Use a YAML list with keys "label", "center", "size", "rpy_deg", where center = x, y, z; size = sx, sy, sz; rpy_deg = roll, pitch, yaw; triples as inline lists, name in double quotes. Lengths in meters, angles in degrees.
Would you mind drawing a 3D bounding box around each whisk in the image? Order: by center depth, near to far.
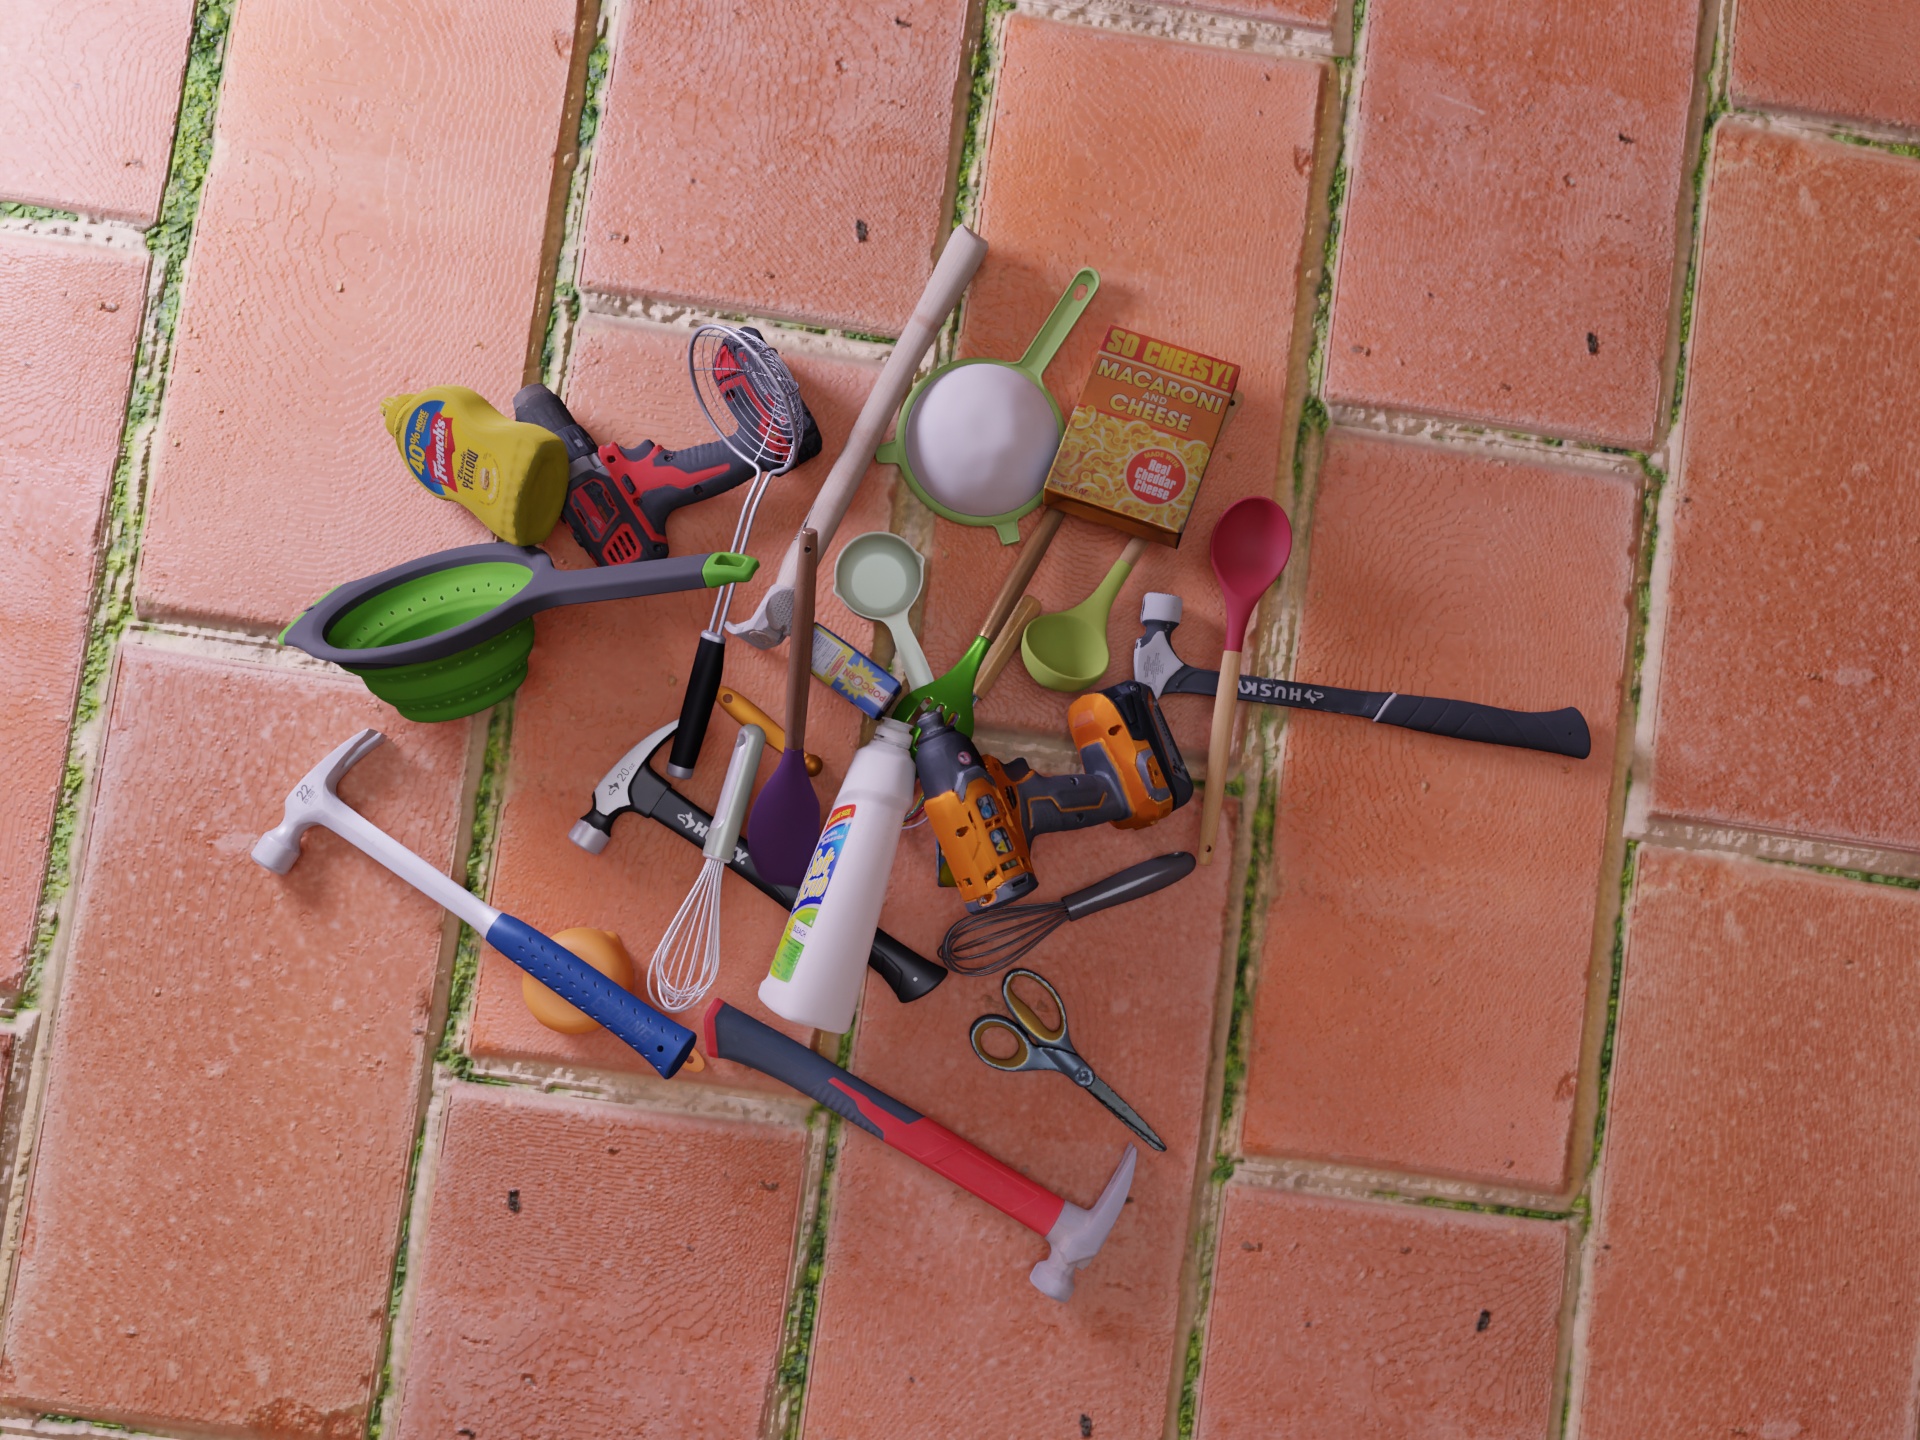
- label: "whisk"
  center: [-0.204, 0.121, 1.312]
  size: [0.059, 0.058, 0.246]
  rpy_deg: [21, 81, -36]
- label: "whisk"
  center: [0.093, 0.161, 1.360]
  size: [0.239, 0.055, 0.055]
  rpy_deg: [-21, 88, -8]
- label: "whisk"
  center: [-0.002, -0.004, 1.370]
  size: [0.047, 0.051, 0.245]
  rpy_deg: [39, 79, -35]

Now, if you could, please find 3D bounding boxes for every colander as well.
- label: "colander"
  center: [-0.341, -0.069, 1.277]
  size: [0.397, 0.205, 0.094]
  rpy_deg: [-5, 119, 15]

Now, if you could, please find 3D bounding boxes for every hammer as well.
- label: "hammer"
  center: [-0.385, 0.157, 1.298]
  size: [0.405, 0.035, 0.144]
  rpy_deg: [31, 84, 12]
- label: "hammer"
  center: [-0.041, 0.331, 1.345]
  size: [0.386, 0.038, 0.143]
  rpy_deg: [31, 84, -1]
- label: "hammer"
  center: [-0.155, 0.130, 1.352]
  size: [0.335, 0.035, 0.146]
  rpy_deg: [34, 86, -1]
- label: "hammer"
  center: [-0.082, -0.245, 1.355]
  size: [0.038, 0.146, 0.411]
  rpy_deg: [31, 75, -20]
- label: "hammer"
  center: [0.350, -0.009, 1.389]
  size: [0.409, 0.036, 0.149]
  rpy_deg: [8, 87, -3]

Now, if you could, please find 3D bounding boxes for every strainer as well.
- label: "strainer"
  center: [0.049, -0.290, 1.371]
  size: [0.151, 0.069, 0.256]
  rpy_deg: [33, 87, -1]

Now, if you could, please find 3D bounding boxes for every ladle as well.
- label: "ladle"
  center: [0.230, -0.033, 1.353]
  size: [0.069, 0.031, 0.315]
  rpy_deg: [8, 90, -1]
- label: "ladle"
  center: [0.158, -0.161, 1.378]
  size: [0.078, 0.062, 0.320]
  rpy_deg: [33, 83, 7]

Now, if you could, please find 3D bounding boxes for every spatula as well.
- label: "spatula"
  center: [-0.133, -0.003, 1.265]
  size: [0.059, 0.018, 0.315]
  rpy_deg: [6, 116, -4]

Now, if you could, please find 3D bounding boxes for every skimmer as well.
- label: "skimmer"
  center: [-0.205, -0.128, 1.275]
  size: [0.127, 0.090, 0.363]
  rpy_deg: [24, 101, 40]

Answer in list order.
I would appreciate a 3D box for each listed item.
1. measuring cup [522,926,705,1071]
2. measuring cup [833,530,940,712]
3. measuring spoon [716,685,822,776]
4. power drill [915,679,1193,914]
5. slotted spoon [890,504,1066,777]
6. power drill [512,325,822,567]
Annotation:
- label: "measuring cup"
  center: [-0.287, 0.243, 1.328]
  size: [0.173, 0.052, 0.095]
  rpy_deg: [36, 85, 2]
- label: "measuring cup"
  center: [-0.053, -0.080, 1.369]
  size: [0.083, 0.038, 0.167]
  rpy_deg: [-22, 88, -5]
- label: "measuring spoon"
  center: [-0.166, 0.008, 1.370]
  size: [0.117, 0.011, 0.021]
  rpy_deg: [39, 85, 0]
- label: "power drill"
  center: [0.069, 0.043, 1.301]
  size: [0.226, 0.084, 0.164]
  rpy_deg: [-22, 88, -33]
- label: "slotted spoon"
  center: [0.030, -0.091, 1.356]
  size: [0.070, 0.031, 0.314]
  rpy_deg: [27, 74, 7]
- label: "power drill"
  center: [-0.252, -0.244, 1.351]
  size: [0.226, 0.080, 0.188]
  rpy_deg: [-32, 89, -1]
